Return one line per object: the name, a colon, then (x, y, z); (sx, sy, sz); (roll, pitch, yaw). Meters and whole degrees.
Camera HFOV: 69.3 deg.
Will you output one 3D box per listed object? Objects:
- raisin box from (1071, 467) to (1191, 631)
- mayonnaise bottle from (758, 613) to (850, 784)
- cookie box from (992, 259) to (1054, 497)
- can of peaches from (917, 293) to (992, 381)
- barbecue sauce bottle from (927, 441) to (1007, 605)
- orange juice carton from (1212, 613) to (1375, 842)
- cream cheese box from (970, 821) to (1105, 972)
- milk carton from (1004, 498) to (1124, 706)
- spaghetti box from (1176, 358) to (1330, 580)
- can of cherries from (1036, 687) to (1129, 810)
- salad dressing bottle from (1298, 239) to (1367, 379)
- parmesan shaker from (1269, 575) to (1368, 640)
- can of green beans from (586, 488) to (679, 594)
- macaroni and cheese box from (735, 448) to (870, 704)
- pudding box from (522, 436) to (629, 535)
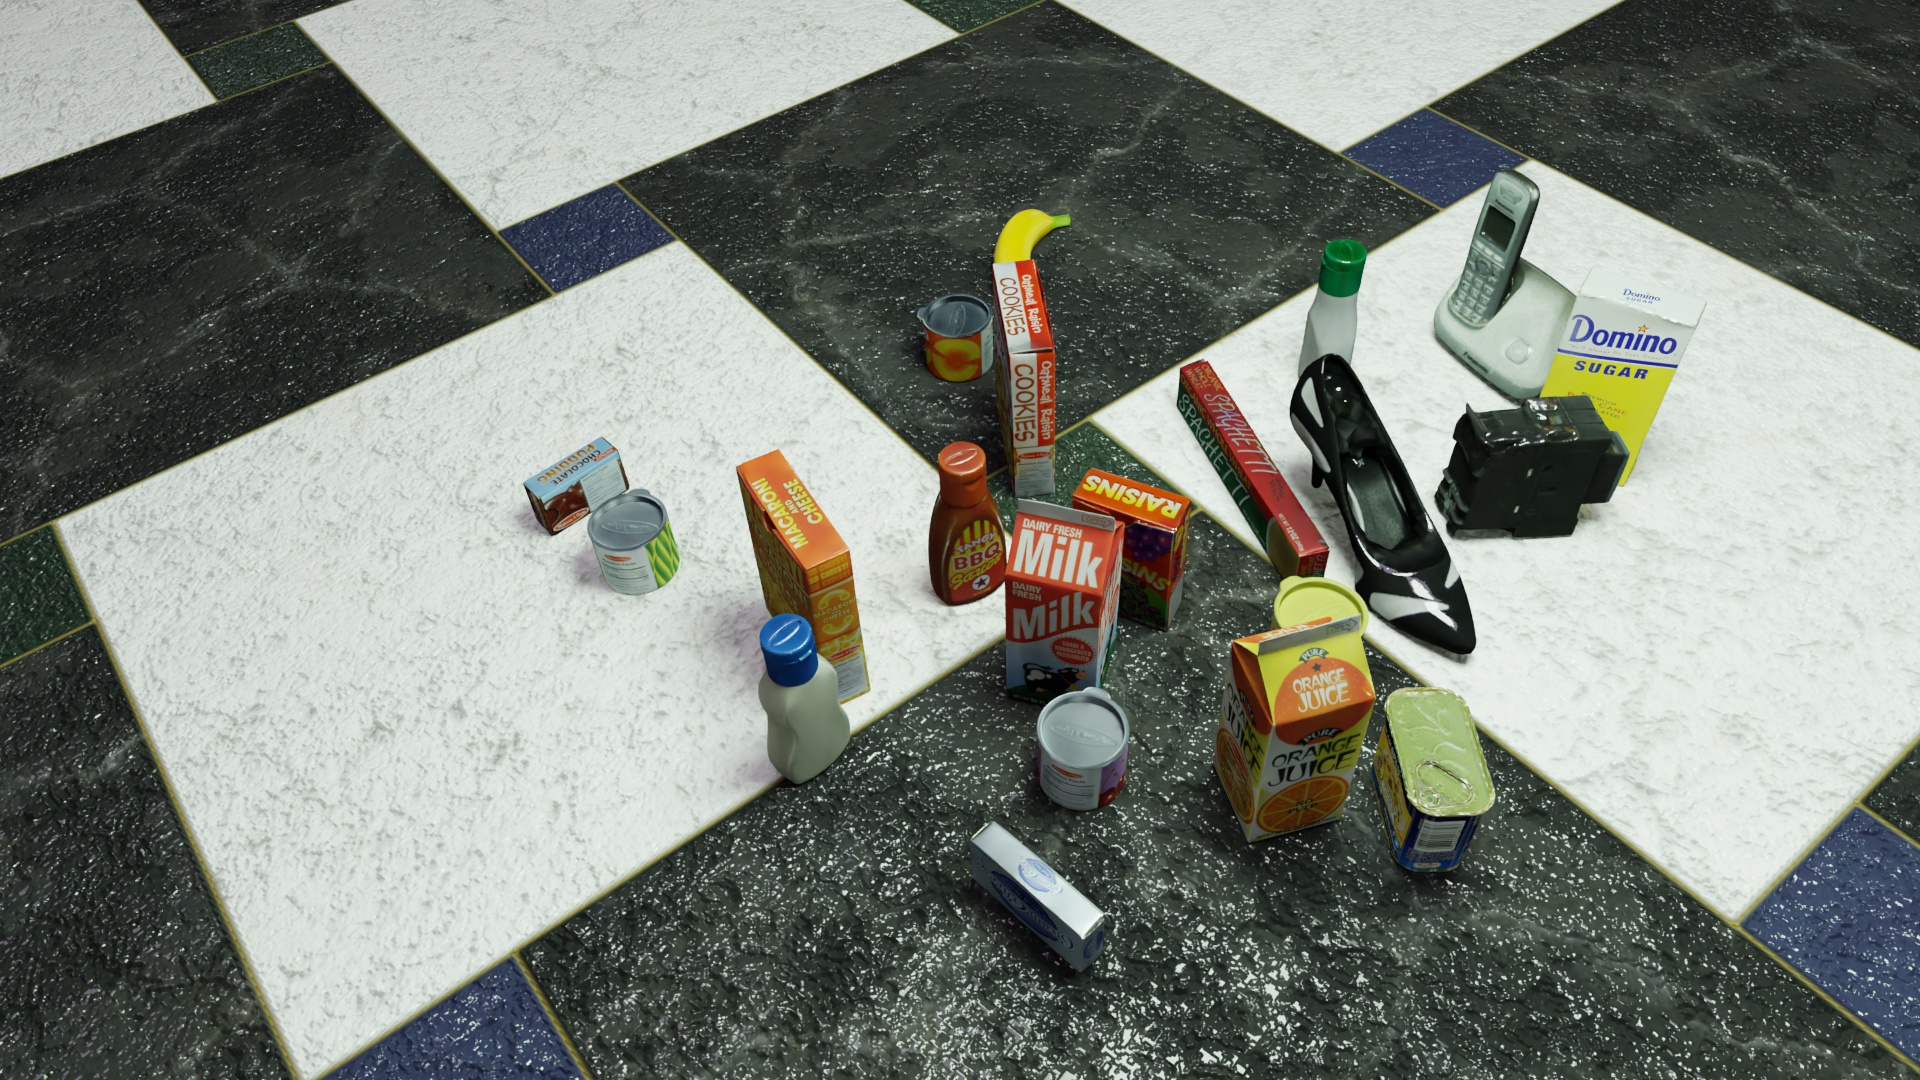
raisin box: (0.132, 0.008, 1.092); (0.086, 0.122, 0.040); (20, 52, 20)
mayonnaise bottle: (-0.115, 0.112, 0.995); (0.041, 0.147, 0.065); (33, 57, 29)
cookie box: (0.056, -0.139, 1.202); (0.040, 0.166, 0.123); (-6, 48, -2)
can of peaches: (-0.004, -0.194, 1.329); (0.071, 0.057, 0.071); (-2, 47, 2)
barbecue sauce bottle: (0.004, -0.014, 1.103); (0.065, 0.147, 0.044); (-23, 50, -17)
orange juice carton: (0.224, 0.119, 0.938); (0.072, 0.191, 0.073); (-13, 48, -8)
cream cheese box: (0.051, 0.239, 0.932); (0.024, 0.053, 0.104); (-37, 56, -27)
milk carton: (0.076, 0.041, 1.020); (0.072, 0.189, 0.074); (11, 49, 13)
spaghetti box: (0.247, -0.061, 1.198); (0.029, 0.050, 0.251); (-14, 48, -9)
can of cherries: (0.090, 0.151, 1.007); (0.071, 0.058, 0.072); (-2, 47, 2)
salad dressing bottle: (0.337, -0.202, 1.256); (0.044, 0.146, 0.064); (-4, 48, 0)
parmesan shaker: (0.258, 0.083, 1.029); (0.071, 0.102, 0.072); (-2, 48, 2)
can of green beans: (-0.273, 0.003, 1.165); (0.071, 0.057, 0.071); (-2, 47, 2)
macaroni and cheese box: (-0.119, 0.031, 1.056); (0.040, 0.165, 0.124); (-24, 51, -18)
pudding box: (-0.337, -0.048, 1.221); (0.084, 0.049, 0.030); (-37, 56, -27)
